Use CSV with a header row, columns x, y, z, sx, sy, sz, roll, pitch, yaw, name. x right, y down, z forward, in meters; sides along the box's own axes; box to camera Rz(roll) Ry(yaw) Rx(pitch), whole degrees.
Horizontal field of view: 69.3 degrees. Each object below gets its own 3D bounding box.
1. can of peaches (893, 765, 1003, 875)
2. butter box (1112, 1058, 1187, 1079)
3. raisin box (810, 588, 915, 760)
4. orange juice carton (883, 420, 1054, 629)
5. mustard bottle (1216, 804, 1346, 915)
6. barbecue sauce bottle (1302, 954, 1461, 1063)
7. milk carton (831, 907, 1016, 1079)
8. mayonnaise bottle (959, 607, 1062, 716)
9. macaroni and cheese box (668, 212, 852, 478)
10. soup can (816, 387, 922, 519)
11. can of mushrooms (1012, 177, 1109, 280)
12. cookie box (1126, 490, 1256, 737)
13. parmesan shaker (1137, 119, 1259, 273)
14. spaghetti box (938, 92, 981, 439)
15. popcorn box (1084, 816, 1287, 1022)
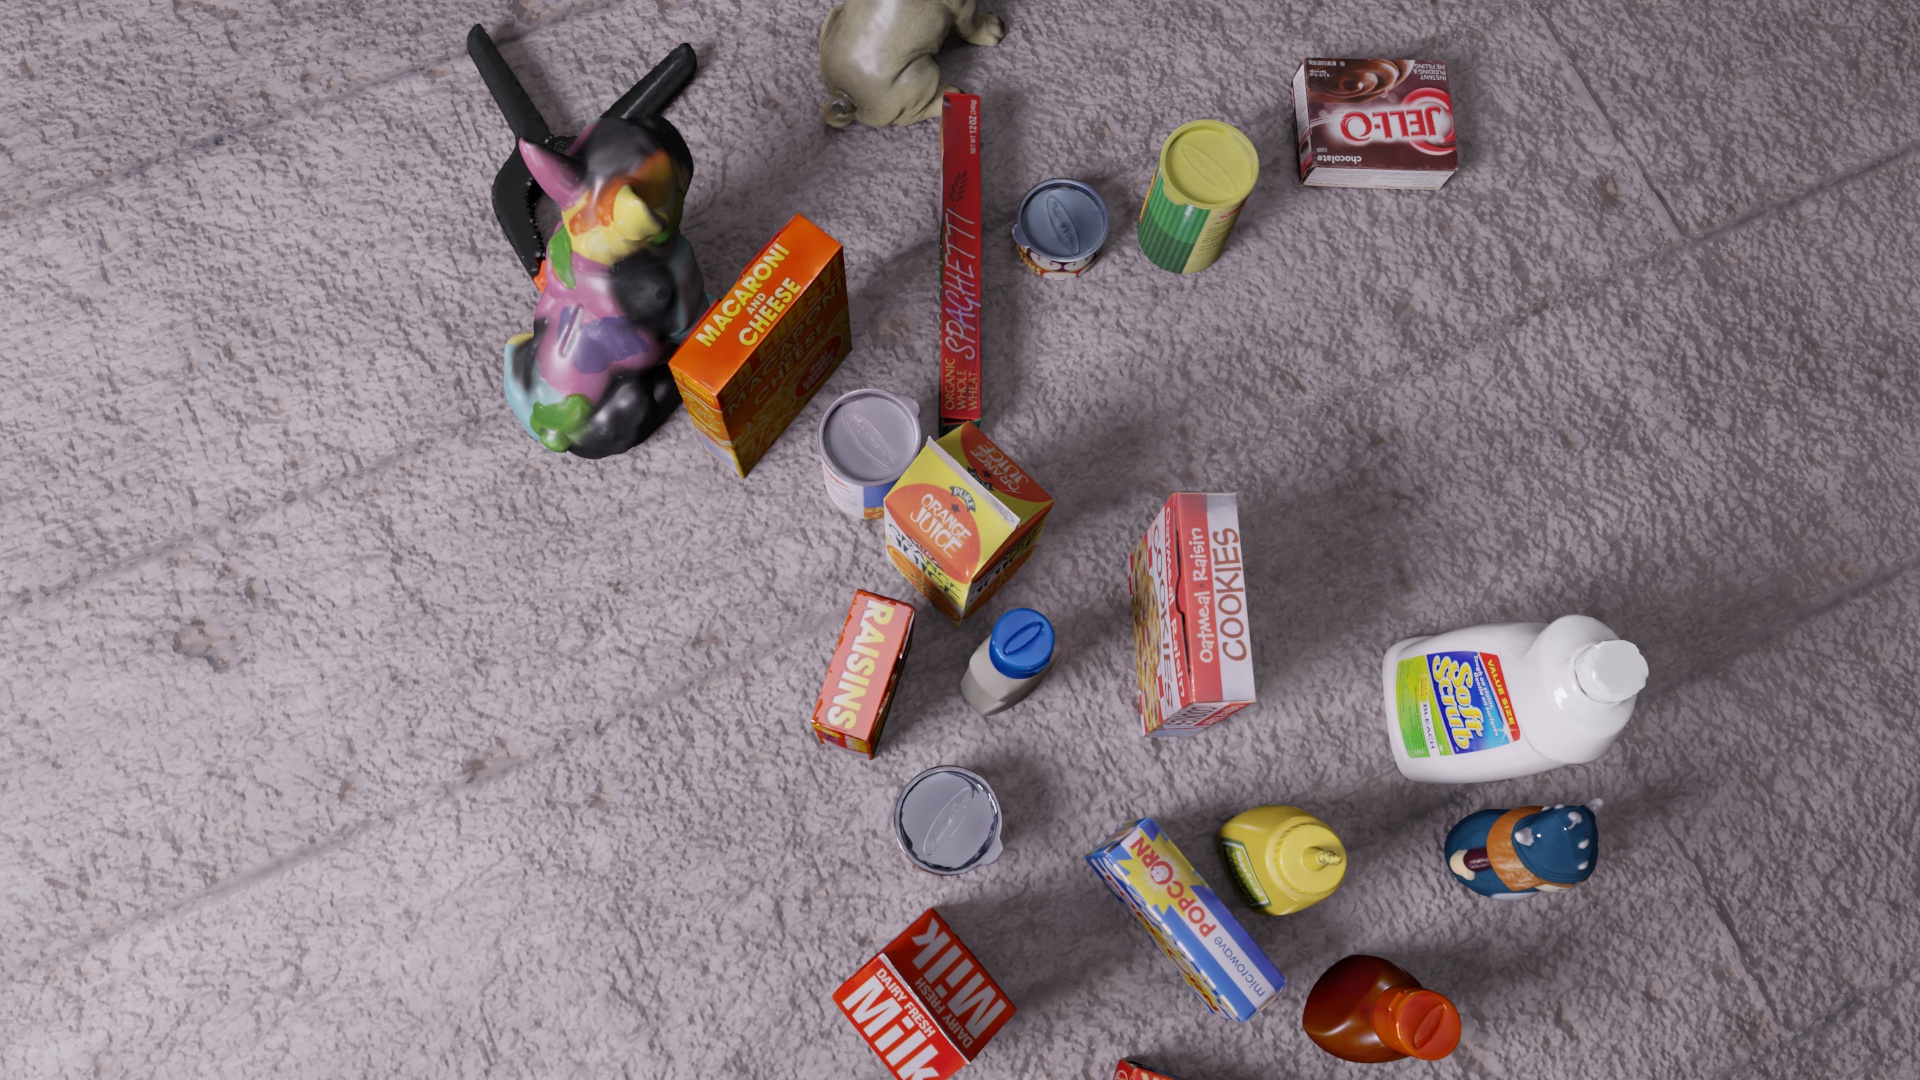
x,y,z,sx,sy,sz,roll,pitch,yaw,name
-0.007,0.178,0.872,0.071,0.058,0.071,1,75,-3,can of peaches
0.145,0.342,0.838,0.103,0.053,0.024,19,76,2,butter box
-0.059,0.086,0.860,0.040,0.123,0.086,19,75,2,raisin box
0.003,-0.011,0.853,0.072,0.192,0.073,44,78,8,orange juice carton
0.195,0.189,0.826,0.049,0.160,0.065,-23,78,-8,mustard bottle
0.246,0.276,0.811,0.044,0.148,0.065,39,77,7,barbecue sauce bottle
-0.021,0.257,0.781,0.073,0.190,0.072,-40,81,-11,milk carton
0.033,0.073,0.855,0.065,0.147,0.041,-37,80,-11,mayonnaise bottle
-0.124,-0.119,0.890,0.040,0.166,0.124,36,77,6,macaroni and cheese box
-0.057,-0.057,0.919,0.071,0.083,0.071,1,75,-2,soup can
0.070,-0.222,0.995,0.071,0.033,0.071,1,75,-3,can of mushrooms
0.138,0.051,0.856,0.040,0.167,0.123,-2,76,-3,cookie box
0.161,-0.235,0.967,0.071,0.103,0.071,1,75,-2,parmesan shaker
-0.001,-0.191,0.975,0.029,0.050,0.250,1,75,-2,spaghetti box
0.135,0.231,0.850,0.038,0.085,0.127,-38,80,-11,popcorn box
